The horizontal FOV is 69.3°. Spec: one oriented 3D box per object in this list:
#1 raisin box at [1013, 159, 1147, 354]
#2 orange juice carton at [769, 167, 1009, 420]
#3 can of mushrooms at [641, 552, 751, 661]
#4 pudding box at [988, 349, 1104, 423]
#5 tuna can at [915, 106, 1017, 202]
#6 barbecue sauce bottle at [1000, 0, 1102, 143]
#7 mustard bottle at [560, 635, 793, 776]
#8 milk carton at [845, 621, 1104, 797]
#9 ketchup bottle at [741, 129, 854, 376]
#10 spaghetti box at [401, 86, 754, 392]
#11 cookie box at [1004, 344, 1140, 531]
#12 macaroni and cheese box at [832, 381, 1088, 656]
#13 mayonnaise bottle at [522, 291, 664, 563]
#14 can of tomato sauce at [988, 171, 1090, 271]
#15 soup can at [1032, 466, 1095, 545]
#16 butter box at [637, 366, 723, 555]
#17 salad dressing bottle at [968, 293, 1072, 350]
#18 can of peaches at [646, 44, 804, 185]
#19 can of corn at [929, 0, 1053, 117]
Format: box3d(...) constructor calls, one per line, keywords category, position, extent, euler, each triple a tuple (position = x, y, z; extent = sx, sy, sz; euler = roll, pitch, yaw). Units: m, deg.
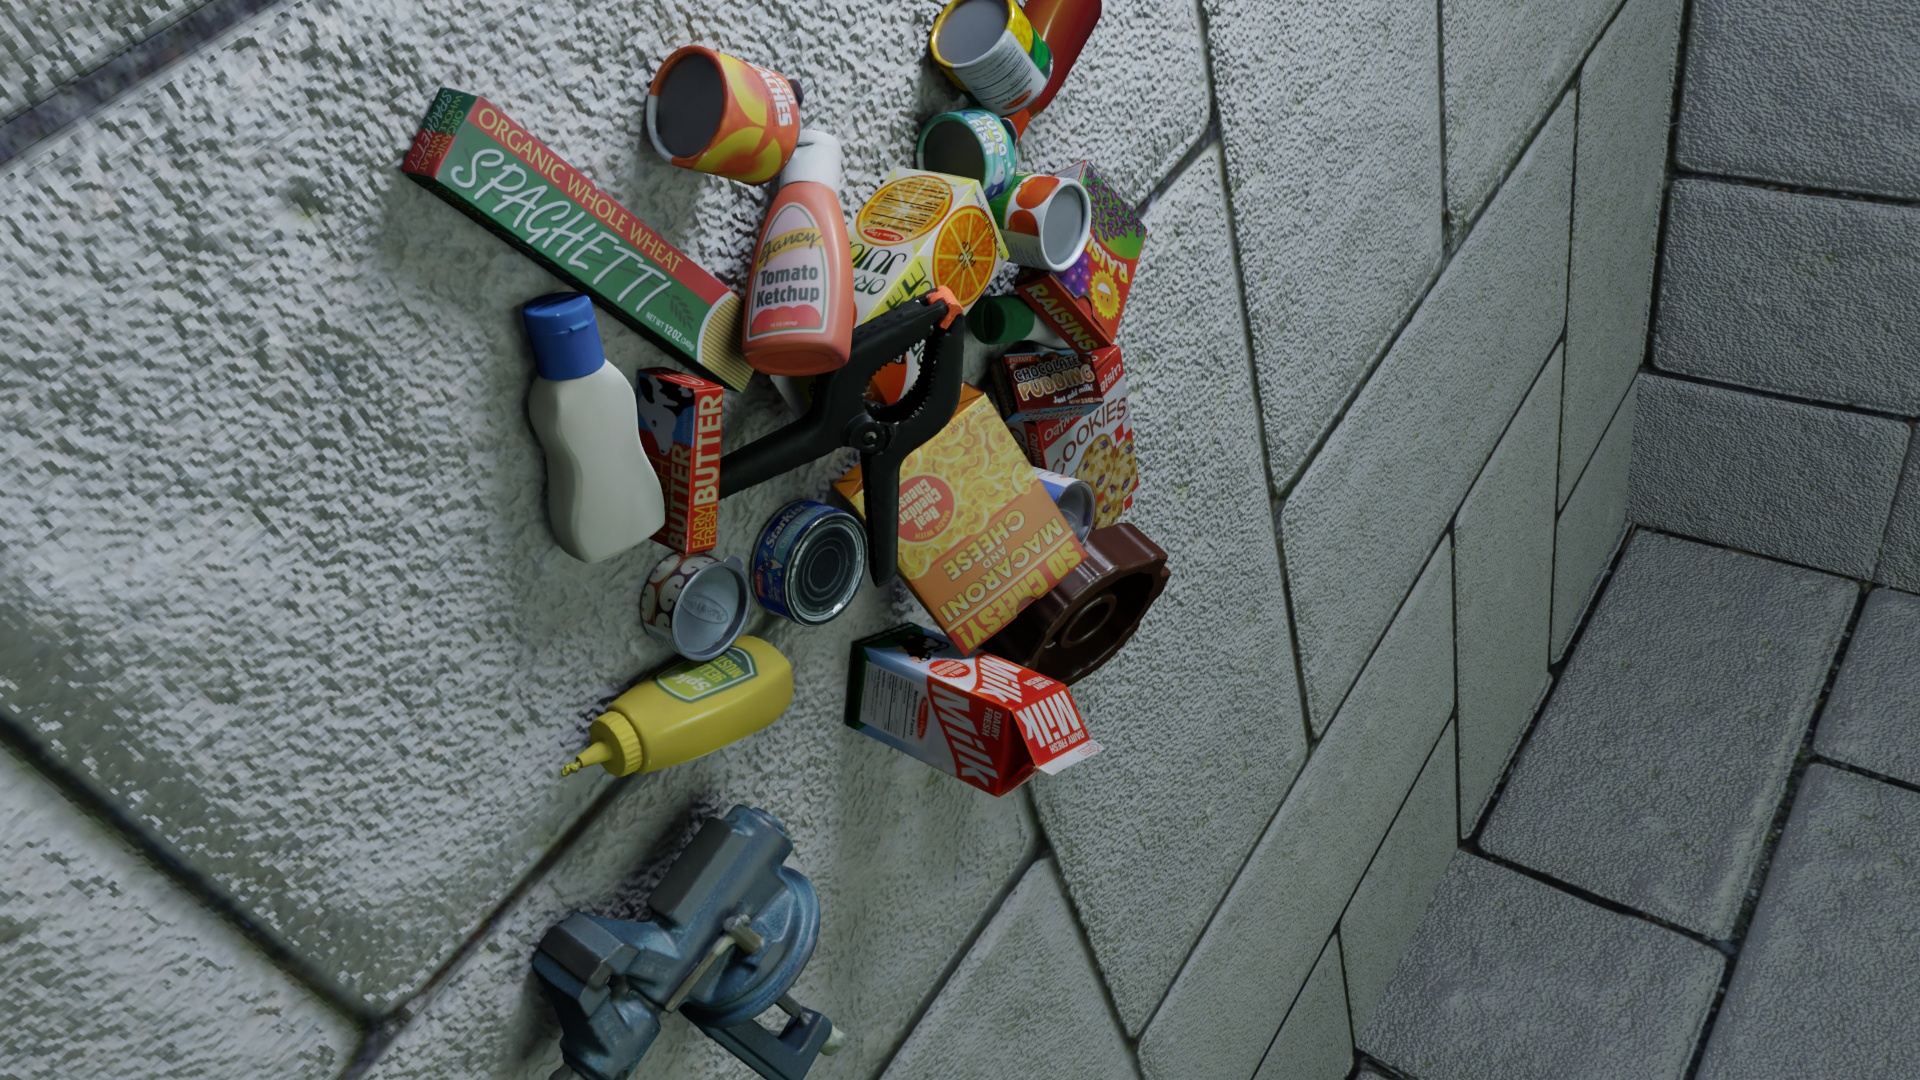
box3d(category="raisin box", position=(0.095, -0.219, 1.077), extent=(0.086, 0.040, 0.124), euler=(41, 54, -34))
box3d(category="orange juice carton", position=(-0.055, -0.153, 0.917), extent=(0.193, 0.073, 0.071), euler=(-55, 143, -22))
box3d(category="can of mushrooms", position=(-0.167, 0.039, 0.886), extent=(0.071, 0.033, 0.070), euler=(-28, 127, -45))
box3d(category="pudding box", position=(0.068, -0.123, 1.102), extent=(0.084, 0.030, 0.050), euler=(-8, 77, -30))
box3d(category="tuna can", position=(0.005, -0.263, 0.951), extent=(0.033, 0.071, 0.070), euler=(-30, 128, -44))
box3d(category="barbecue sauce bottle", position=(0.051, -0.341, 1.003), extent=(0.149, 0.044, 0.064), euler=(-62, 155, -12))
box3d(category="mustard bottle", position=(-0.180, 0.111, 0.877), extent=(0.161, 0.065, 0.048), euler=(-26, 130, -42))
box3d(category="milk carton", position=(0.010, 0.130, 1.036), extent=(0.072, 0.191, 0.073), euler=(-15, 118, -50))
box3d(category="ketchup bottle", position=(-0.094, -0.174, 0.836), extent=(0.043, 0.065, 0.149), euler=(49, 40, -65))
box3d(category="spaghetti box", position=(-0.192, -0.155, 0.764), extent=(0.249, 0.029, 0.050), euler=(35, 76, -55))
box3d(category="cookie box", position=(0.101, -0.072, 1.201), extent=(0.123, 0.040, 0.166), euler=(-45, 138, -32))
box3d(category="macaroni and cheese box", position=(0.004, -0.013, 1.018), extent=(0.124, 0.040, 0.166), euler=(-39, 120, -6))
box3d(category="mayonnaise bottle", position=(-0.208, -0.063, 0.775), extent=(0.065, 0.041, 0.147), euler=(-33, 129, -38))
box3d(category="can of tomato sauce", position=(0.044, -0.235, 1.006), extent=(0.071, 0.083, 0.071), euler=(-29, 128, -45))
box3d(category="soup can", position=(0.055, -0.024, 1.122), extent=(0.072, 0.084, 0.071), euler=(-28, 127, -45))
box3d(category="butter box", position=(-0.168, -0.047, 0.826), extent=(0.024, 0.053, 0.103), euler=(-16, 118, -48))
box3d(category="salad dressing bottle", position=(0.065, -0.179, 1.098), extent=(0.148, 0.044, 0.064), euler=(-18, 111, -50))
box3d(category="can of peaches", position=(-0.131, -0.238, 0.774), extent=(0.058, 0.071, 0.071), euler=(-2, 107, -53))
box3d(category="can of corn", position=(0.020, -0.334, 0.946), extent=(0.058, 0.071, 0.071), euler=(33, 79, -55))
